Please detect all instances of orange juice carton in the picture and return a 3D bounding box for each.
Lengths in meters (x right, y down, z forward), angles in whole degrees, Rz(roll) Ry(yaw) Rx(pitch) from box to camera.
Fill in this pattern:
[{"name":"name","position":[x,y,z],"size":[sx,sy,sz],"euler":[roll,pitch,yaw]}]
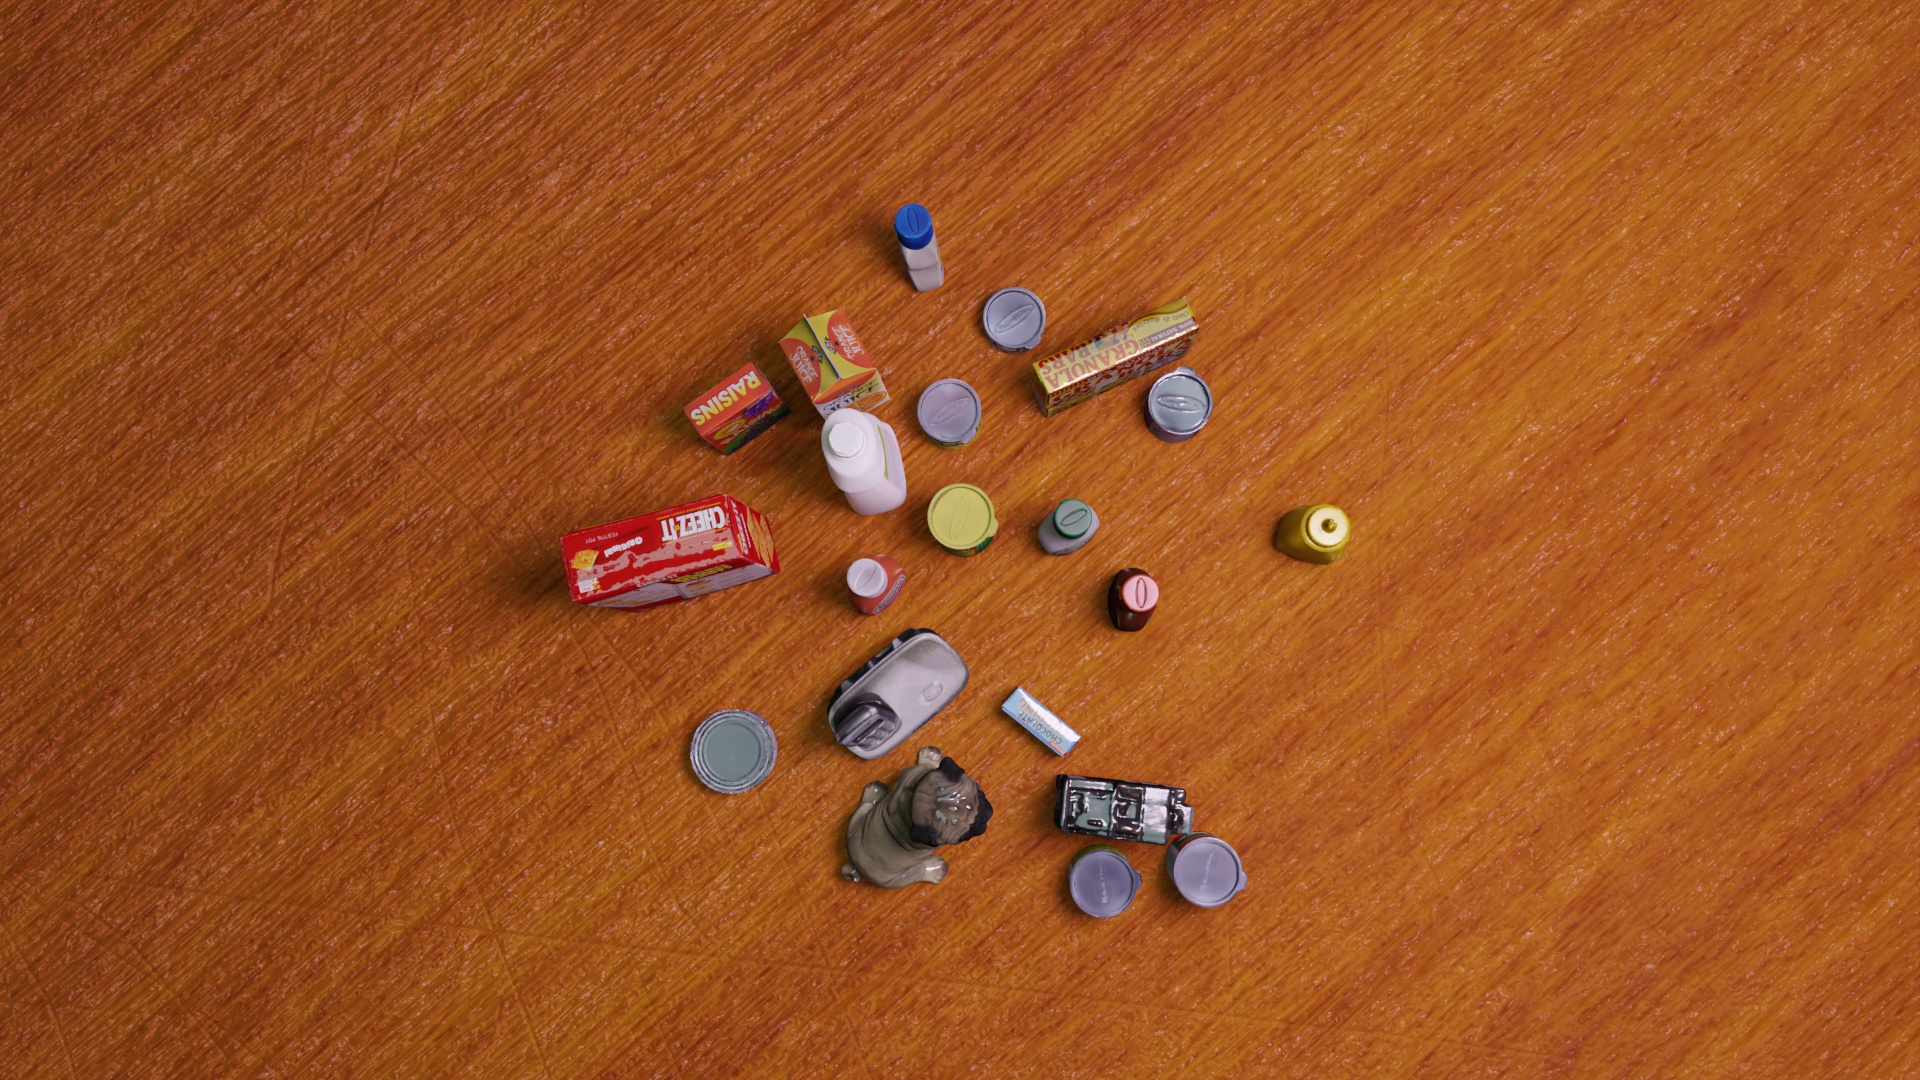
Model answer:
[{"name":"orange juice carton","position":[-0.126,-0.174,1.396],"size":[0.073,0.192,0.072],"euler":[-29,84,-1]}]

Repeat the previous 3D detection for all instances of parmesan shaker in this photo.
[{"name":"parmesan shaker","position":[0.005,-0.018,1.418],"size":[0.071,0.103,0.071],"euler":[0,84,2]}]

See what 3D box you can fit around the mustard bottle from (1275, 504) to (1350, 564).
[{"name":"mustard bottle","position":[0.355,-0.008,1.374],"size":[0.065,0.160,0.049],"euler":[19,85,4]}]

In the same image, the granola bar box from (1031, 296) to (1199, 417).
[{"name":"granola bar box","position":[0.156,-0.185,1.421],"size":[0.165,0.124,0.039],"euler":[-24,84,0]}]

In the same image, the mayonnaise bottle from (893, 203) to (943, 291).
[{"name":"mayonnaise bottle","position":[-0.043,-0.305,1.430],"size":[0.041,0.148,0.065],"euler":[-14,84,1]}]

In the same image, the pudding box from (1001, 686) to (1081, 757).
[{"name":"pudding box","position":[0.082,0.185,1.419],"size":[0.084,0.049,0.030],"euler":[39,87,6]}]

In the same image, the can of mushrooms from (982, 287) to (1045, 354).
[{"name":"can of mushrooms","position":[0.059,-0.231,1.476],"size":[0.071,0.033,0.071],"euler":[0,84,2]}]

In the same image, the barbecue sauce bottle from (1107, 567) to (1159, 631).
[{"name":"barbecue sauce bottle","position":[0.172,0.057,1.380],"size":[0.044,0.148,0.065],"euler":[1,84,3]}]

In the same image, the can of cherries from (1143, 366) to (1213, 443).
[{"name":"can of cherries","position":[0.227,-0.140,1.446],"size":[0.071,0.058,0.071],"euler":[0,84,2]}]

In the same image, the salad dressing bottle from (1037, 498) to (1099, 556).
[{"name":"salad dressing bottle","position":[0.109,-0.015,1.391],"size":[0.064,0.147,0.044],"euler":[-28,84,-1]}]

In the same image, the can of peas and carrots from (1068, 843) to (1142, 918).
[{"name":"can of peas and carrots","position":[0.144,0.340,1.394],"size":[0.071,0.058,0.071],"euler":[0,84,2]}]

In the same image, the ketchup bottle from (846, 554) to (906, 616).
[{"name":"ketchup bottle","position":[-0.088,0.042,1.392],"size":[0.043,0.148,0.065],"euler":[37,87,6]}]

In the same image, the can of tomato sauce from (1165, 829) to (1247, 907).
[{"name":"can of tomato sauce","position":[0.243,0.324,1.380],"size":[0.071,0.083,0.071],"euler":[0,84,2]}]

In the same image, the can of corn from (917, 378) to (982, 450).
[{"name":"can of corn","position":[-0.009,-0.129,1.454],"size":[0.071,0.058,0.071],"euler":[0,84,2]}]

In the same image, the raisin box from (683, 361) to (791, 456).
[{"name":"raisin box","position":[-0.228,-0.133,1.431],"size":[0.086,0.123,0.040],"euler":[-34,84,-1]}]
